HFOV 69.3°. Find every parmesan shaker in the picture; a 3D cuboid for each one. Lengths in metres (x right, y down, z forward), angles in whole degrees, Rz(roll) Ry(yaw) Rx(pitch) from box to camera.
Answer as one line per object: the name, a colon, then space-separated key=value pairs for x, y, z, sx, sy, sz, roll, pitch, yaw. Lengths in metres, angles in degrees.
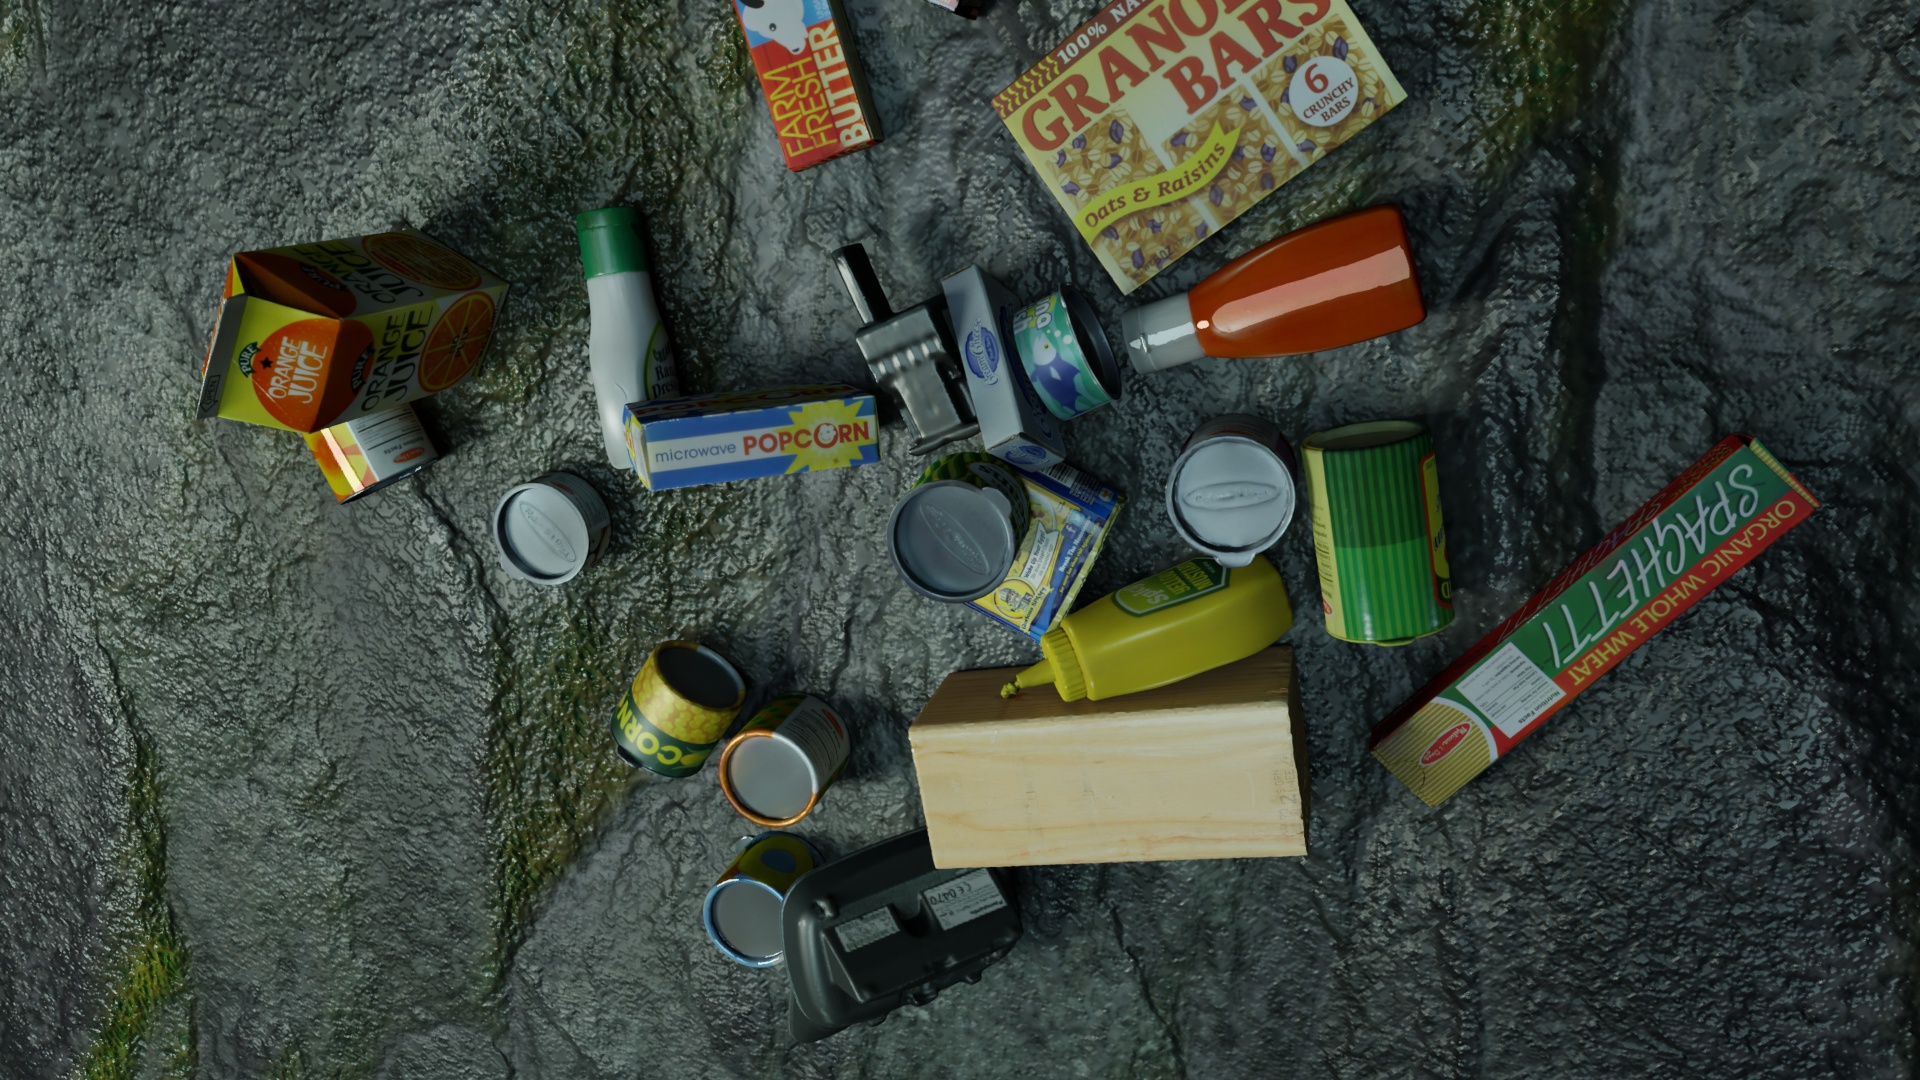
parmesan shaker: x=0.217 y=-0.005 z=0.720 sx=0.071 sy=0.071 sz=0.102 roll=-7 pitch=105 yaw=17

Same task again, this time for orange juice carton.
orange juice carton: x=-0.345 y=-0.118 z=0.775 sx=0.073 sy=0.193 sz=0.071 roll=30 pitch=113 yaw=5

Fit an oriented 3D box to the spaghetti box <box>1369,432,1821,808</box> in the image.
spaghetti box: x=0.325 y=0.046 z=0.729 sx=0.050 sy=0.029 sz=0.249 roll=43 pitch=112 yaw=-1

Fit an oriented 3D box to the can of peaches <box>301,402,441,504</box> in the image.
can of peaches: x=-0.371 y=-0.062 z=0.868 sx=0.071 sy=0.071 sz=0.058 roll=-23 pitch=100 yaw=21

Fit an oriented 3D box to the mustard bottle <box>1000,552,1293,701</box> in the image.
mustard bottle: x=0.096 y=0.052 z=0.748 sx=0.160 sy=0.065 sz=0.048 roll=-21 pitch=111 yaw=-6

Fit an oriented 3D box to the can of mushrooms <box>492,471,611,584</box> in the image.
can of mushrooms: x=-0.257 y=-0.007 z=0.871 sx=0.071 sy=0.033 sz=0.070 roll=4 pitch=108 yaw=13

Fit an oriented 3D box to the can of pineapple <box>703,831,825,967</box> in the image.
can of pineapple: x=-0.126 y=0.230 z=0.894 sx=0.071 sy=0.058 sz=0.070 roll=5 pitch=108 yaw=14

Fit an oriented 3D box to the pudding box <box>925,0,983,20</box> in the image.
pudding box: x=-0.029 y=-0.298 z=0.710 sx=0.084 sy=0.050 sz=0.030 roll=26 pitch=110 yaw=6

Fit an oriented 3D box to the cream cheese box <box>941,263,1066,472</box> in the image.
cream cheese box: x=0.023 y=-0.090 z=0.733 sx=0.024 sy=0.053 sz=0.104 roll=-24 pitch=67 yaw=24

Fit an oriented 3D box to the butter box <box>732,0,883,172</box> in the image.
butter box: x=-0.083 y=-0.257 z=0.751 sx=0.053 sy=0.024 sz=0.103 roll=-14 pitch=102 yaw=18

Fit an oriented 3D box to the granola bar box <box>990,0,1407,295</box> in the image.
granola bar box: x=0.118 y=-0.222 z=0.698 sx=0.165 sy=0.039 sz=0.124 roll=-34 pitch=96 yaw=22

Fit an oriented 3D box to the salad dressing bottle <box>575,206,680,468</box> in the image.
salad dressing bottle: x=-0.192 y=-0.117 z=0.807 sx=0.044 sy=0.064 sz=0.147 roll=-8 pitch=97 yaw=11

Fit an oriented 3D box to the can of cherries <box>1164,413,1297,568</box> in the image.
can of cherries: x=0.145 y=-0.028 z=0.740 sx=0.071 sy=0.058 sz=0.071 roll=4 pitch=108 yaw=13

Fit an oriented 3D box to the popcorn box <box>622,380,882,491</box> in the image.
popcorn box: x=-0.115 y=-0.059 z=0.759 sx=0.127 sy=0.085 sz=0.038 roll=-8 pitch=104 yaw=-18

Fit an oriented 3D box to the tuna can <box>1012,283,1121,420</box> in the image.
tuna can: x=0.056 y=-0.101 z=0.737 sx=0.033 sy=0.071 sz=0.071 roll=-23 pitch=100 yaw=21

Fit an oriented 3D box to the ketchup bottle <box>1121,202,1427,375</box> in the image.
ketchup bottle: x=0.158 y=-0.122 z=0.715 sx=0.148 sy=0.044 sz=0.064 roll=-14 pitch=101 yaw=19

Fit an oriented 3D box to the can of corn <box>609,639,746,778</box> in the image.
can of corn: x=-0.176 y=0.104 z=0.862 sx=0.071 sy=0.071 sz=0.058 roll=36 pitch=112 yaw=2

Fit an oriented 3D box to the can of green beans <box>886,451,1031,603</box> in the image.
can of green beans: x=0.001 y=-0.008 z=0.722 sx=0.071 sy=0.058 sz=0.071 roll=4 pitch=109 yaw=11

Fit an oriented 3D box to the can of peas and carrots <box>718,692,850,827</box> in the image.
can of peas and carrots: x=-0.110 y=0.137 z=0.861 sx=0.071 sy=0.059 sz=0.070 roll=4 pitch=107 yaw=14
